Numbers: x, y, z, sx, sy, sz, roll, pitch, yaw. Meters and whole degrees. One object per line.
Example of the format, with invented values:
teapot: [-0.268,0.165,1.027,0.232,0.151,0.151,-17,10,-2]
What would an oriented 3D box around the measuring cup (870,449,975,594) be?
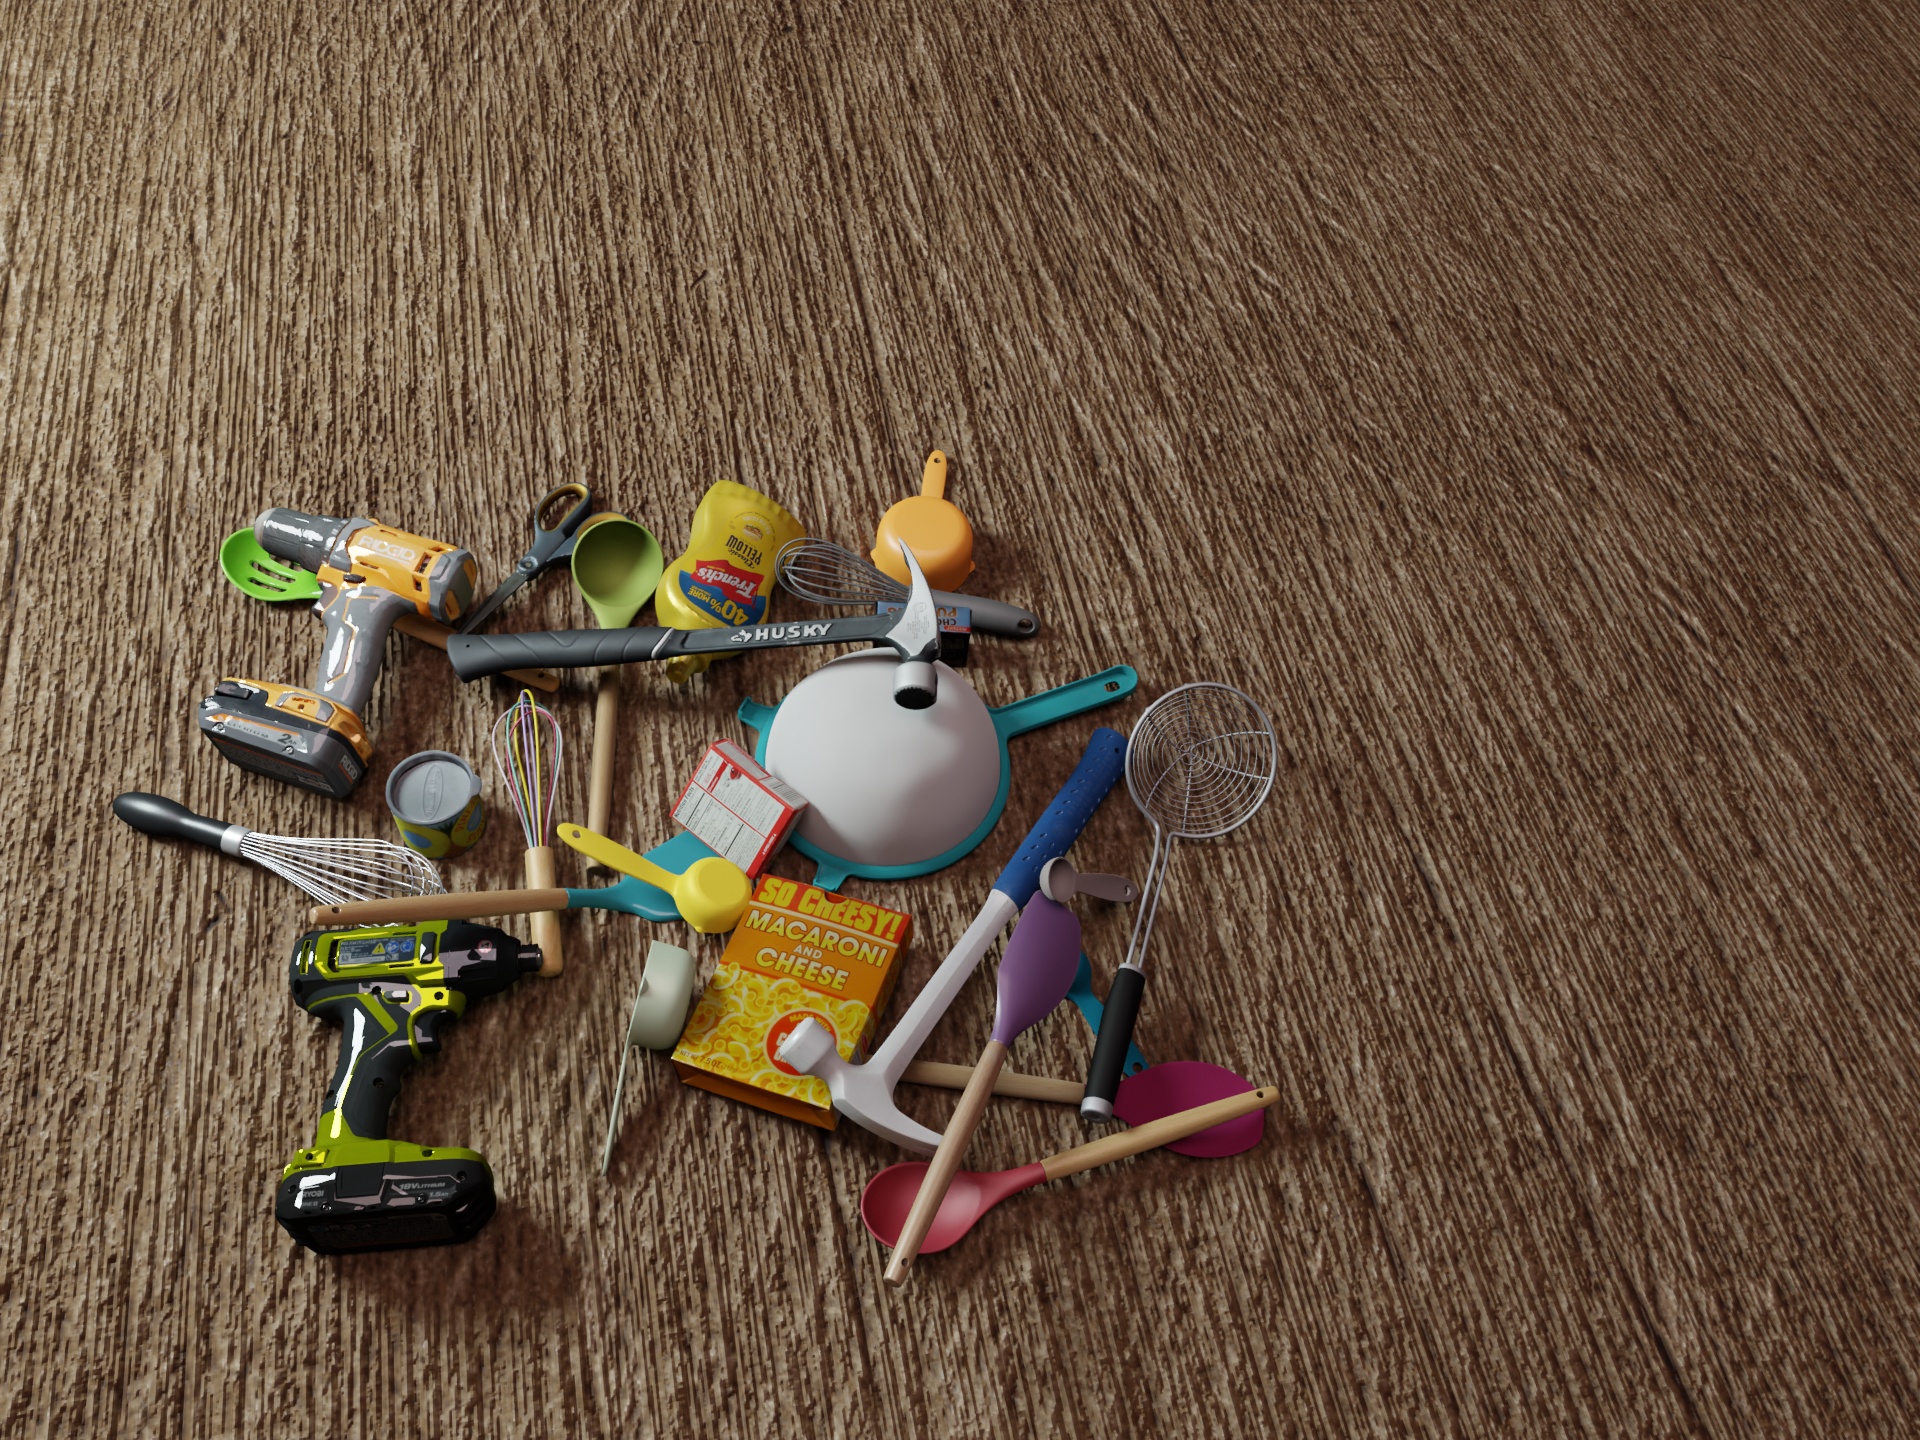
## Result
measuring cup: [-0.028,-0.194,1.445,0.095,0.052,0.174,7,58,-1]

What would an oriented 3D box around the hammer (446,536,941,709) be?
hammer: [-0.217,-0.068,1.276,0.409,0.036,0.149,-3,58,8]

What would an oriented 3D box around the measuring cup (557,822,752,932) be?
measuring cup: [-0.229,0.109,1.200,0.156,0.029,0.062,28,43,-15]

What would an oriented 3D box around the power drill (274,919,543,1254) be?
power drill: [-0.383,0.244,1.107,0.171,0.080,0.223,-3,54,-6]

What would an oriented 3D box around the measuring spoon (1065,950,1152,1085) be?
measuring spoon: [0.105,0.220,1.203,0.042,0.021,0.129,-28,64,-22]

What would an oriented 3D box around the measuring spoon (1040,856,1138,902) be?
measuring spoon: [0.098,0.128,1.229,0.018,0.124,0.034,-7,76,38]

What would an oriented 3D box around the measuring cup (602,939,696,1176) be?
measuring cup: [-0.222,0.243,1.138,0.038,0.083,0.168,13,72,-10]

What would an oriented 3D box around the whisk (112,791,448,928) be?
whisk: [-0.518,0.102,1.203,0.284,0.070,0.070,15,56,10]

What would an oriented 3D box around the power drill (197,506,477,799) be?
power drill: [-0.521,-0.068,1.281,0.185,0.084,0.226,18,64,6]

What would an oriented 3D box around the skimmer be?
skimmer: [0.158,0.131,1.214,0.127,0.090,0.364,29,52,-11]

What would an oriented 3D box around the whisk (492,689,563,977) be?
whisk: [-0.331,0.085,1.243,0.047,0.051,0.245,-26,60,22]

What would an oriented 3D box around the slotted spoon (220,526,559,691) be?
slotted spoon: [-0.481,-0.087,1.346,0.314,0.031,0.070,22,57,7]

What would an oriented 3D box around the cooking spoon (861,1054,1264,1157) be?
cooking spoon: [0.065,0.271,1.168,0.319,0.017,0.069,8,67,-1]

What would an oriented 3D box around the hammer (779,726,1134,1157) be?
hammer: [0.032,0.149,1.204,0.144,0.035,0.406,42,52,-3]

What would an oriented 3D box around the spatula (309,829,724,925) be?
spatula: [-0.312,0.125,1.168,0.317,0.044,0.082,0,53,-40]

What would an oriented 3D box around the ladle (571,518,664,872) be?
ladle: [-0.290,-0.027,1.308,0.078,0.062,0.320,3,59,-10]

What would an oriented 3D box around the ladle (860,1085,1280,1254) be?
ladle: [0.082,0.310,1.129,0.315,0.031,0.069,-15,51,-12]

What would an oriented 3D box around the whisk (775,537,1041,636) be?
whisk: [-0.044,-0.110,1.382,0.239,0.055,0.055,13,56,-10]

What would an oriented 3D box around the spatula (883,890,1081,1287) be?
spatula: [0.019,0.249,1.107,0.059,0.018,0.316,38,51,-11]

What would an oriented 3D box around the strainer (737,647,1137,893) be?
strainer: [-0.002,-0.004,1.297,0.340,0.095,0.211,-19,60,-16]
